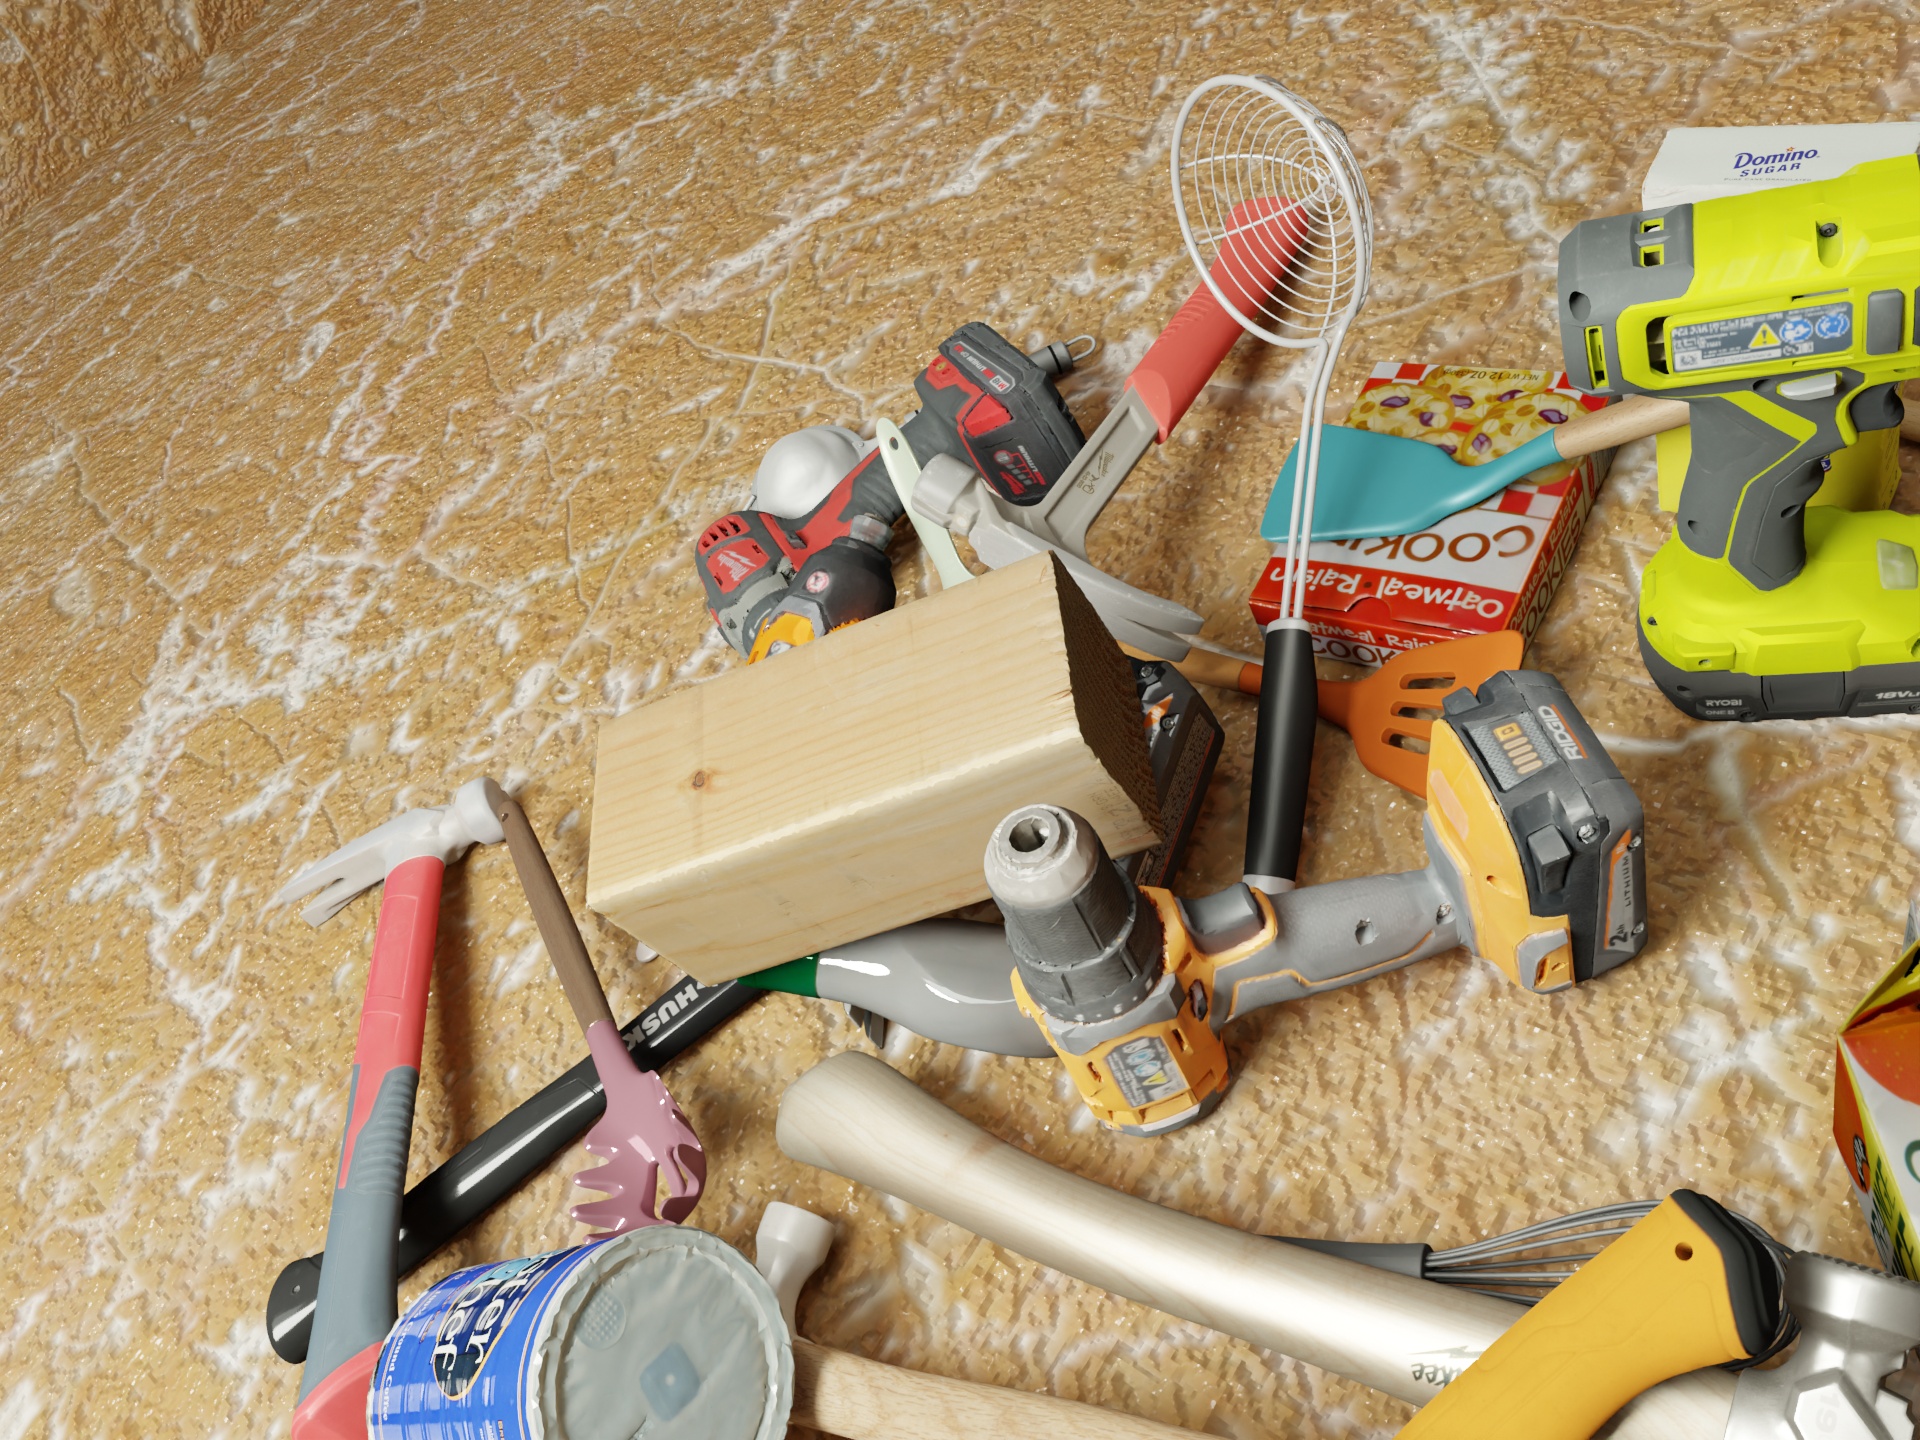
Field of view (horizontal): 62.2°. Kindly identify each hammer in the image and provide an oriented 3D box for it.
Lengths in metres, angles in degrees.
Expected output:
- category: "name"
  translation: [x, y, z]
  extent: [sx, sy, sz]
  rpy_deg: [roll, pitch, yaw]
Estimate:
- category: "hammer"
  translation: [0.010, 0.239, 0.526]
  extent: [0.331, 0.031, 0.130]
  rpy_deg: [-12, 47, 48]
- category: "hammer"
  translation: [-0.292, 0.178, 0.773]
  extent: [0.143, 0.038, 0.387]
  rpy_deg: [-28, 35, 7]
- category: "hammer"
  translation: [0.098, 0.255, 0.469]
  extent: [0.337, 0.034, 0.127]
  rpy_deg: [-47, 43, 10]
- category: "hammer"
  translation: [0.120, -0.179, 0.841]
  extent: [0.149, 0.036, 0.359]
  rpy_deg: [30, 51, 7]
- category: "hammer"
  translation: [0.088, 0.201, 0.547]
  extent: [0.411, 0.038, 0.146]
  rpy_deg: [8, 77, 38]
- category: "hammer"
  translation: [-0.183, 0.185, 0.750]
  extent: [0.335, 0.035, 0.146]
  rpy_deg: [-38, 44, -5]

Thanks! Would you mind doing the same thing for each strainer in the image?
- category: "strainer"
  translation: [-0.035, -0.179, 0.977]
  extent: [0.258, 0.050, 0.087]
  rpy_deg: [-25, 61, 3]

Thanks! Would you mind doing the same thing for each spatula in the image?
- category: "spatula"
  translation: [0.113, -0.029, 0.764]
  extent: [0.323, 0.041, 0.081]
  rpy_deg: [17, 84, 39]
- category: "spatula"
  translation: [0.270, -0.130, 0.664]
  extent: [0.317, 0.044, 0.082]
  rpy_deg: [-15, 38, 48]

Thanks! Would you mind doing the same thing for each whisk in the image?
- category: "whisk"
  translation: [0.161, 0.193, 0.550]
  extent: [0.239, 0.055, 0.055]
  rpy_deg: [-9, 49, 29]

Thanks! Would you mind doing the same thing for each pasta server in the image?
- category: "pasta server"
  translation: [-0.182, 0.126, 0.749]
  extent: [0.060, 0.040, 0.317]
  rpy_deg: [-45, 42, 4]

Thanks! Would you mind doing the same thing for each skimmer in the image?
- category: "skimmer"
  translation: [0.125, -0.104, 0.706]
  extent: [0.127, 0.090, 0.363]
  rpy_deg: [154, 125, -71]

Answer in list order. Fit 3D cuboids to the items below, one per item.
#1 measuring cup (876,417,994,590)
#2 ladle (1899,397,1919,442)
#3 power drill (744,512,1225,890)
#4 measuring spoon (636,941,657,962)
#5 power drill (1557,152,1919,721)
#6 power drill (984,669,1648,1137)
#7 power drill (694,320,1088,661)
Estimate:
- category: "measuring cup"
  translation: [0.008, -0.080, 0.799]
  extent: [0.038, 0.167, 0.083]
  rpy_deg: [-25, -2, -42]
- category: "ladle"
  translation: [0.480, -0.091, 0.629]
  extent: [0.069, 0.031, 0.316]
  rpy_deg: [-44, 44, -11]
- category: "power drill"
  translation: [-0.001, -0.002, 0.730]
  extent: [0.227, 0.084, 0.164]
  rpy_deg: [17, 81, 26]
- category: "measuring spoon"
  translation: [-0.137, 0.071, 0.832]
  extent: [0.034, 0.018, 0.124]
  rpy_deg: [12, 60, 35]
- category: "power drill"
  translation: [0.321, -0.097, 0.578]
  extent: [0.171, 0.223, 0.080]
  rpy_deg: [-3, 52, 27]
- category: "power drill"
  translation: [0.125, 0.062, 0.582]
  extent: [0.226, 0.185, 0.084]
  rpy_deg: [-22, 47, 6]
- category: "power drill"
  translation: [-0.036, -0.105, 0.879]
  extent: [0.226, 0.080, 0.188]
  rpy_deg: [-37, 38, 1]
